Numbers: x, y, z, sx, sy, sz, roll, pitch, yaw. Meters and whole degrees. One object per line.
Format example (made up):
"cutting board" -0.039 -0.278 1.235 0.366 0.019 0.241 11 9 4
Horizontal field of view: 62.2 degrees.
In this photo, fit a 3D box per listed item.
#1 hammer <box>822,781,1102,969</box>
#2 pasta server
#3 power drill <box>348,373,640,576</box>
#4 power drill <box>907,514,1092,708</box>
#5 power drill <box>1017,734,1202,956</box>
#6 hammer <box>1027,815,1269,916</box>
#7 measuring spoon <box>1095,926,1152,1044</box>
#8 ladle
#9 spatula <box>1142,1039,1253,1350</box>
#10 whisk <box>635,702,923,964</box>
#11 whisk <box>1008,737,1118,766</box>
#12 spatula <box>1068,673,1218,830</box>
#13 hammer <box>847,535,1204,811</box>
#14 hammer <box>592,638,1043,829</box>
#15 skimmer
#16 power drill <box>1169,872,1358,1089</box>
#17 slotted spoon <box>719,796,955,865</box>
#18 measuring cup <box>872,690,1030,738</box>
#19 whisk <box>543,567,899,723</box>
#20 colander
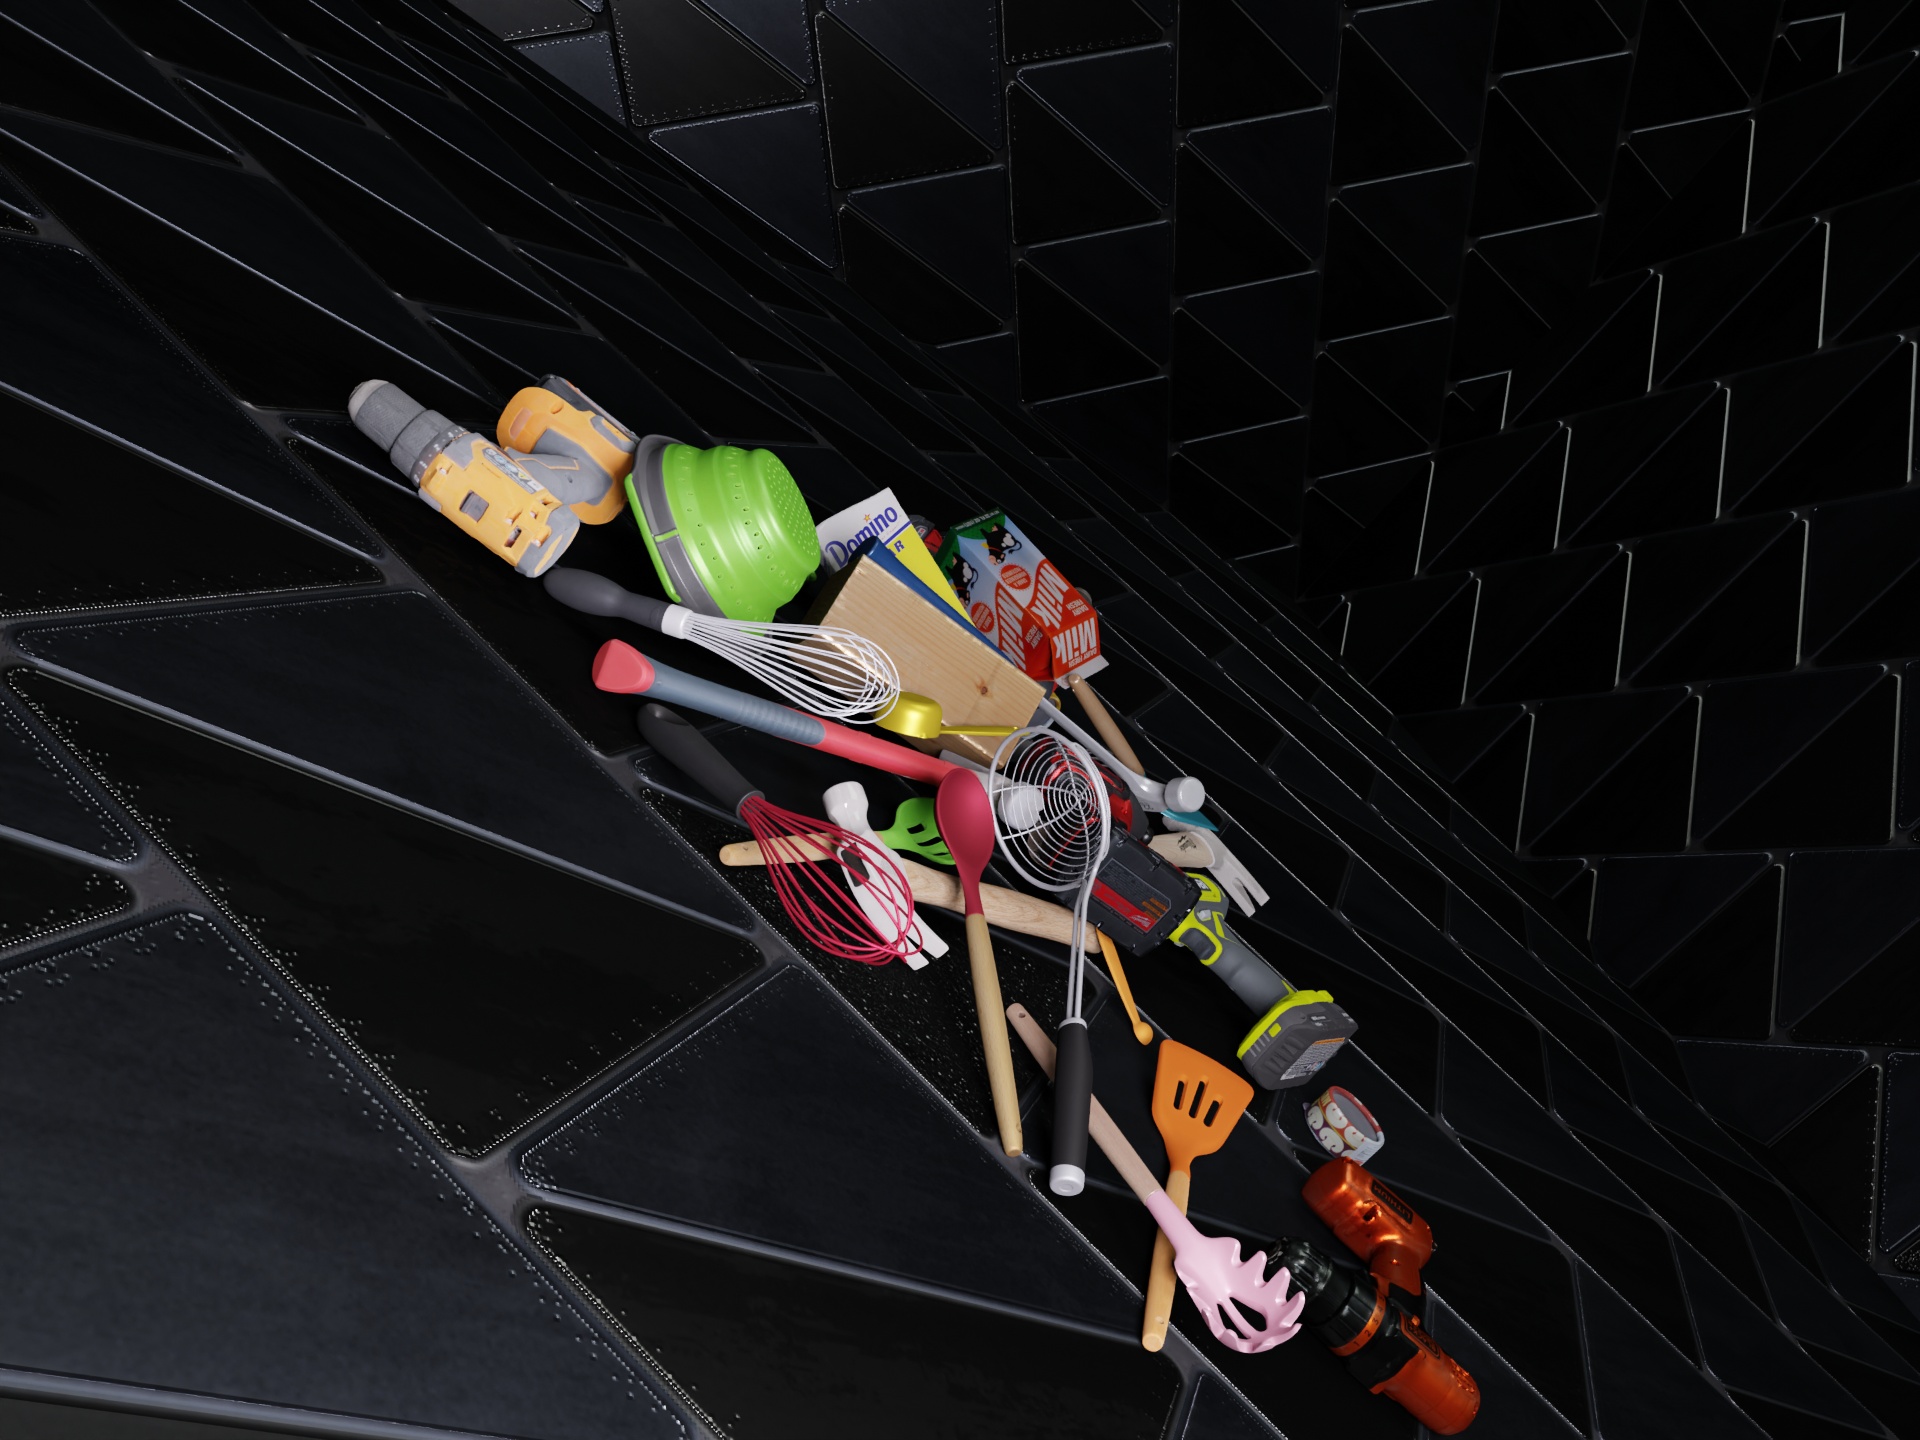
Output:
"hammer" 0.020 0.142 1.224 0.331 0.031 0.130 24 38 -51
"pasta server" 0.113 0.288 1.041 0.060 0.040 0.317 -18 40 -22
"power drill" -0.354 -0.209 1.242 0.185 0.084 0.226 38 22 -4
"power drill" 0.024 -0.119 1.643 0.227 0.080 0.188 30 42 4
"power drill" 0.128 0.103 1.384 0.143 0.078 0.220 36 15 -19
"hammer" 0.187 0.139 1.593 0.146 0.038 0.410 51 21 23
"measuring spoon" 0.134 0.211 1.307 0.021 0.011 0.117 24 41 -54
"ladle" 0.015 0.160 1.113 0.069 0.031 0.316 37 30 -38
"spatula" 0.151 0.320 1.088 0.081 0.041 0.323 29 19 4
"whisk" -0.127 0.066 1.042 0.296 0.073 0.073 37 13 34
"whisk" 0.094 0.039 1.623 0.238 0.055 0.055 17 29 -42
"spatula" 0.177 0.033 1.606 0.082 0.044 0.317 45 -4 40
"hammer" 0.052 -0.033 1.498 0.405 0.035 0.144 39 -22 -24
"hammer" -0.116 0.008 1.248 0.386 0.038 0.143 20 2 -36
"skimmer" 0.056 0.159 1.128 0.090 0.127 0.364 23 42 -15
"power drill" 0.240 0.225 1.443 0.223 0.080 0.171 47 18 29
"slotted spoon" -0.079 0.090 1.183 0.070 0.031 0.313 48 21 21
"measuring cup" -0.002 -0.004 1.347 0.156 0.029 0.062 3 15 -35
"whisk" -0.177 -0.064 1.162 0.284 0.070 0.070 19 15 10
"colander" -0.163 -0.161 1.402 0.397 0.094 0.204 -7 75 -78
